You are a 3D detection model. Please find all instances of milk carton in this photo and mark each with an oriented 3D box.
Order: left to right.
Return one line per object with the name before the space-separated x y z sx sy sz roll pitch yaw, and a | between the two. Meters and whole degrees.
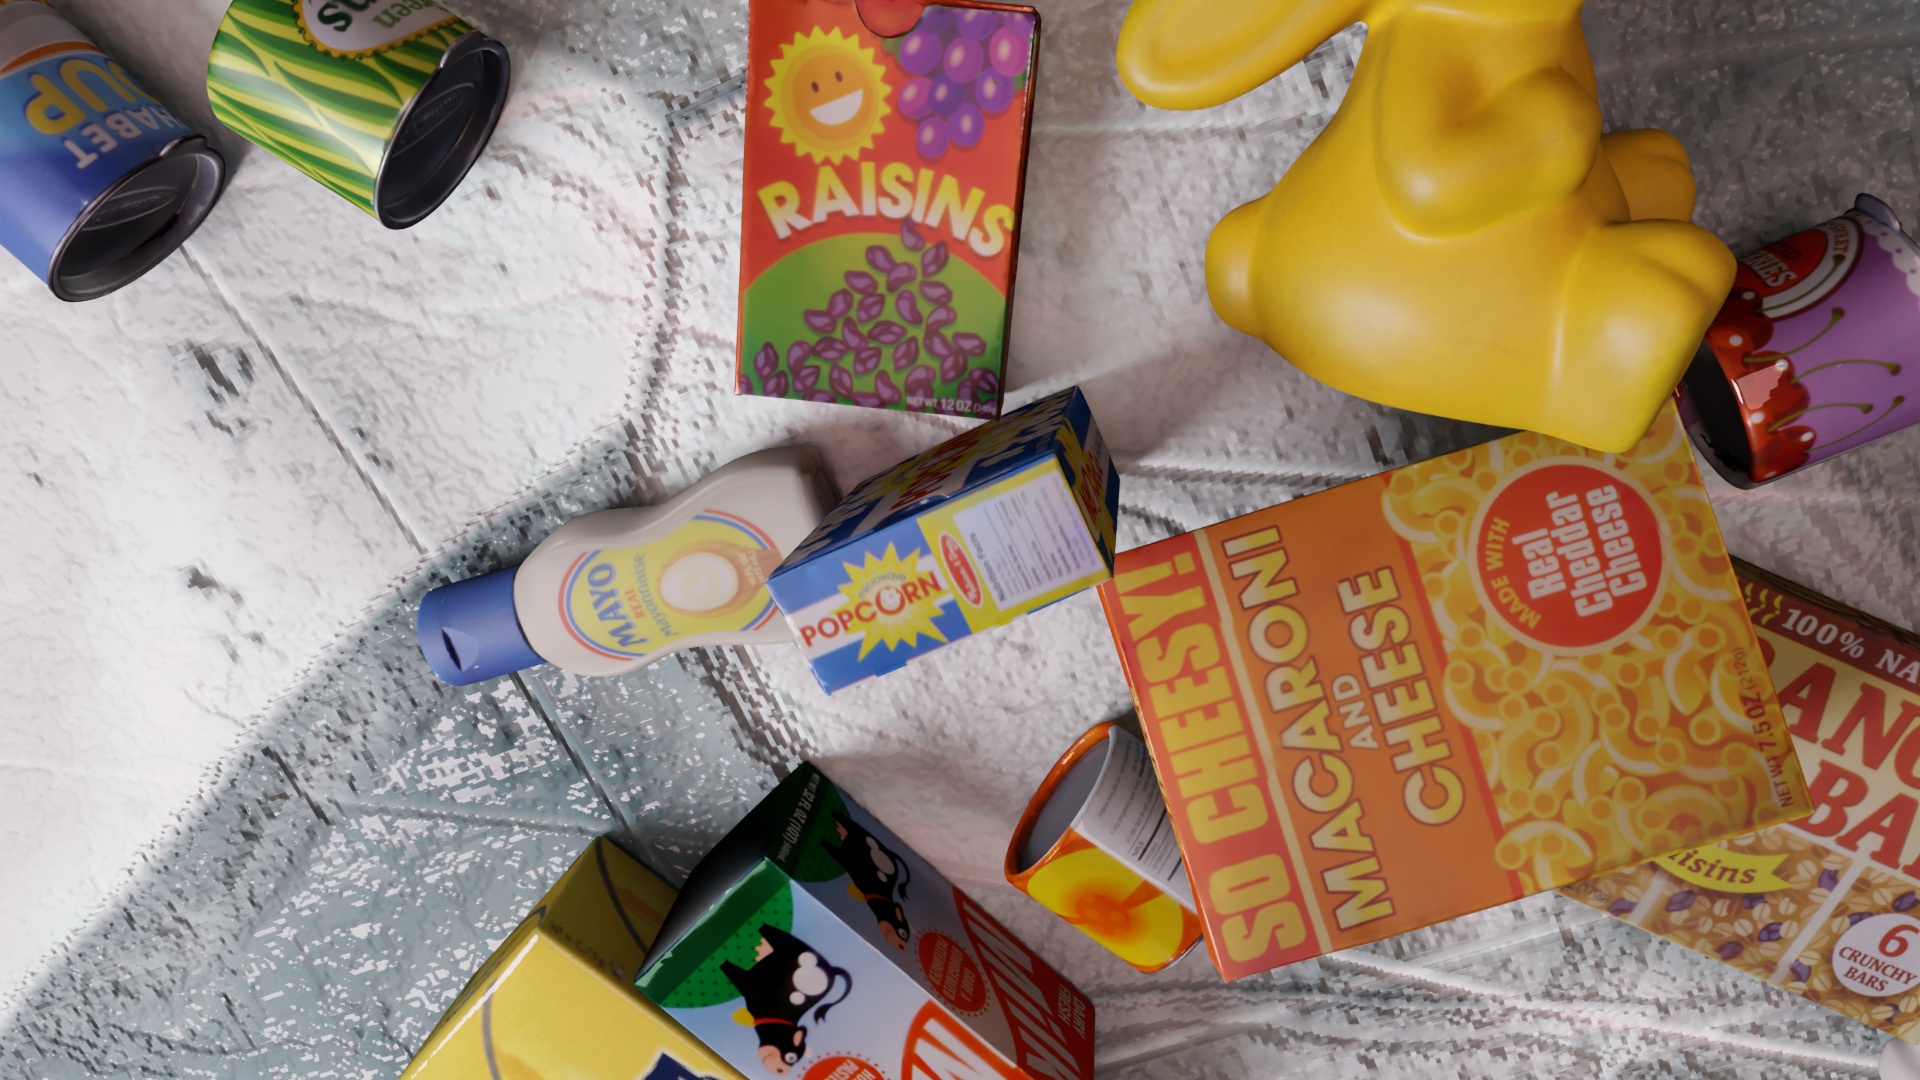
milk carton | -0.014 0.177 0.502 0.190 0.072 0.073 42 106 -9

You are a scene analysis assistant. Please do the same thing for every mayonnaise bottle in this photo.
mayonnaise bottle | -0.110 0.015 0.475 0.148 0.041 0.064 -16 108 9

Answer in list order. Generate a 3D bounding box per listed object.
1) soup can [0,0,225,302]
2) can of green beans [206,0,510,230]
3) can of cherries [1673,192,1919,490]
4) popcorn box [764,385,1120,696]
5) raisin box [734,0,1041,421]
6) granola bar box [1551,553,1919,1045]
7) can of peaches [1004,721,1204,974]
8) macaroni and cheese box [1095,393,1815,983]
soup can | -0.286 -0.129 0.432 0.083 0.071 0.071 44 107 -9
can of green beans | -0.180 -0.138 0.419 0.058 0.071 0.071 33 108 -5
can of cherries | 0.244 -0.057 0.406 0.058 0.072 0.071 -23 104 13
popcorn box | 0.001 -0.005 0.413 0.085 0.127 0.038 -23 100 12
raisin box | -0.023 -0.104 0.430 0.086 0.040 0.123 7 108 4
granola bar box | 0.272 0.080 0.462 0.165 0.039 0.123 23 109 -2
can of peaches | 0.055 0.105 0.476 0.058 0.071 0.071 35 108 -6
macaroni and cheese box | 0.134 0.041 0.397 0.166 0.040 0.123 -17 86 1
